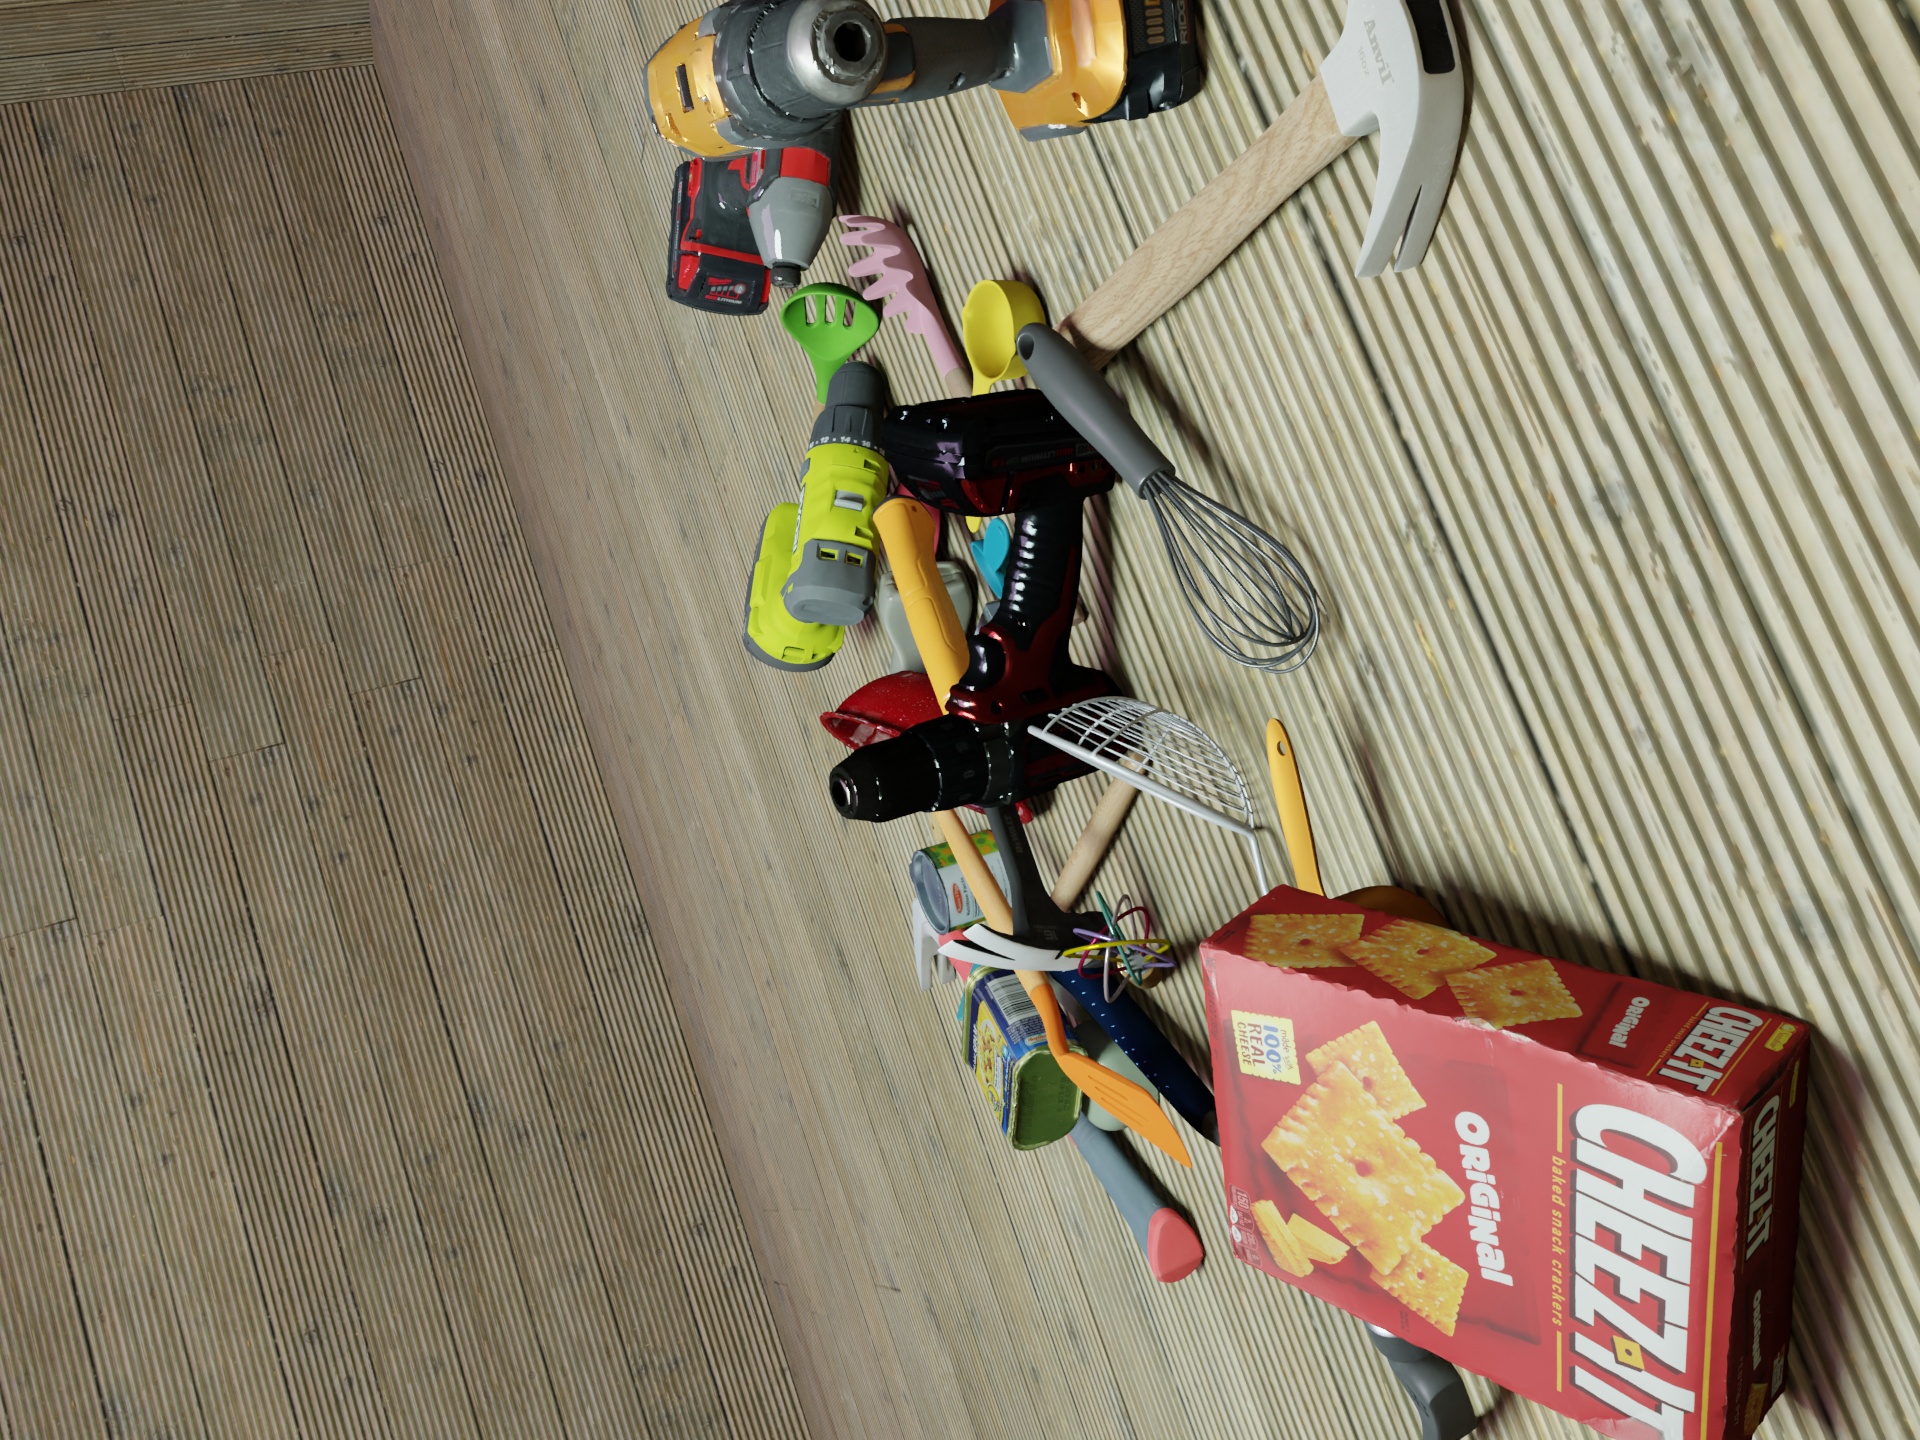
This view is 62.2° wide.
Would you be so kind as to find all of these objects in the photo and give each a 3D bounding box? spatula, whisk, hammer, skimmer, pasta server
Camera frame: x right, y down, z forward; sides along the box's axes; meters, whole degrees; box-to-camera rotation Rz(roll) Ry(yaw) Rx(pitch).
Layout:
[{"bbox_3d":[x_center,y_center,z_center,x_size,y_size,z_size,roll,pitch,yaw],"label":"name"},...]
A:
[{"bbox_3d":[0.061,0.107,1.049,0.317,0.044,0.082,111,-179,-53],"label":"spatula"},{"bbox_3d":[0.091,0.130,0.874,0.051,0.047,0.244,54,-179,16],"label":"whisk"},{"bbox_3d":[0.094,-0.115,0.774,0.239,0.055,0.055,55,153,27],"label":"whisk"},{"bbox_3d":[0.151,0.242,0.903,0.144,0.035,0.406,63,171,-31],"label":"hammer"},{"bbox_3d":[0.147,0.146,0.802,0.363,0.090,0.127,66,-170,13],"label":"skimmer"},{"bbox_3d":[0.000,-0.193,0.998,0.060,0.040,0.316,96,152,-70],"label":"pasta server"},{"bbox_3d":[-0.002,-0.003,0.986,0.034,0.127,0.337,-39,57,34],"label":"hammer"},{"bbox_3d":[0.059,0.265,1.181,0.387,0.038,0.143,51,150,46],"label":"hammer"},{"bbox_3d":[0.050,0.149,0.996,0.080,0.041,0.323,61,179,-42],"label":"spatula"},{"bbox_3d":[0.111,-0.217,0.711,0.331,0.031,0.130,155,99,-69],"label":"hammer"}]

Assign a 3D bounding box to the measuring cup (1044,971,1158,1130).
[{"bbox_3d":[0.076,0.216,1.098,0.168,0.038,0.083,44,144,49],"label":"measuring cup"}]

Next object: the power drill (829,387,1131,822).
[{"bbox_3d":[0.009,-0.057,0.868,0.080,0.188,0.226,24,122,51],"label":"power drill"}]

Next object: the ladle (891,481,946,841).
[{"bbox_3d":[-0.026,-0.039,1.193,0.069,0.031,0.315,-131,31,-52],"label":"ladle"}]

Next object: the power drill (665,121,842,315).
[{"bbox_3d":[-0.147,-0.367,1.151,0.220,0.078,0.143,-177,91,-65],"label":"power drill"}]

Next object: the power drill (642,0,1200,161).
[{"bbox_3d":[-0.008,-0.289,0.683,0.185,0.226,0.084,29,132,61],"label":"power drill"}]

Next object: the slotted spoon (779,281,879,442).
[{"bbox_3d":[-0.107,-0.234,1.228,0.313,0.070,0.031,106,167,-62],"label":"slotted spoon"}]

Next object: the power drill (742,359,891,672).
[{"bbox_3d":[-0.103,-0.144,1.198,0.228,0.080,0.191,136,142,-68],"label":"power drill"}]

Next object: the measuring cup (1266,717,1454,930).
[{"bbox_3d":[0.182,0.078,0.722,0.095,0.052,0.173,165,91,-69],"label":"measuring cup"}]

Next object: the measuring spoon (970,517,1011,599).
[{"bbox_3d":[0.028,-0.106,0.977,0.042,0.021,0.128,60,173,5],"label":"measuring spoon"}]

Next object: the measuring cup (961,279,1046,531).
[{"bbox_3d":[0.023,-0.184,0.941,0.062,0.029,0.156,47,142,45],"label":"measuring cup"}]
